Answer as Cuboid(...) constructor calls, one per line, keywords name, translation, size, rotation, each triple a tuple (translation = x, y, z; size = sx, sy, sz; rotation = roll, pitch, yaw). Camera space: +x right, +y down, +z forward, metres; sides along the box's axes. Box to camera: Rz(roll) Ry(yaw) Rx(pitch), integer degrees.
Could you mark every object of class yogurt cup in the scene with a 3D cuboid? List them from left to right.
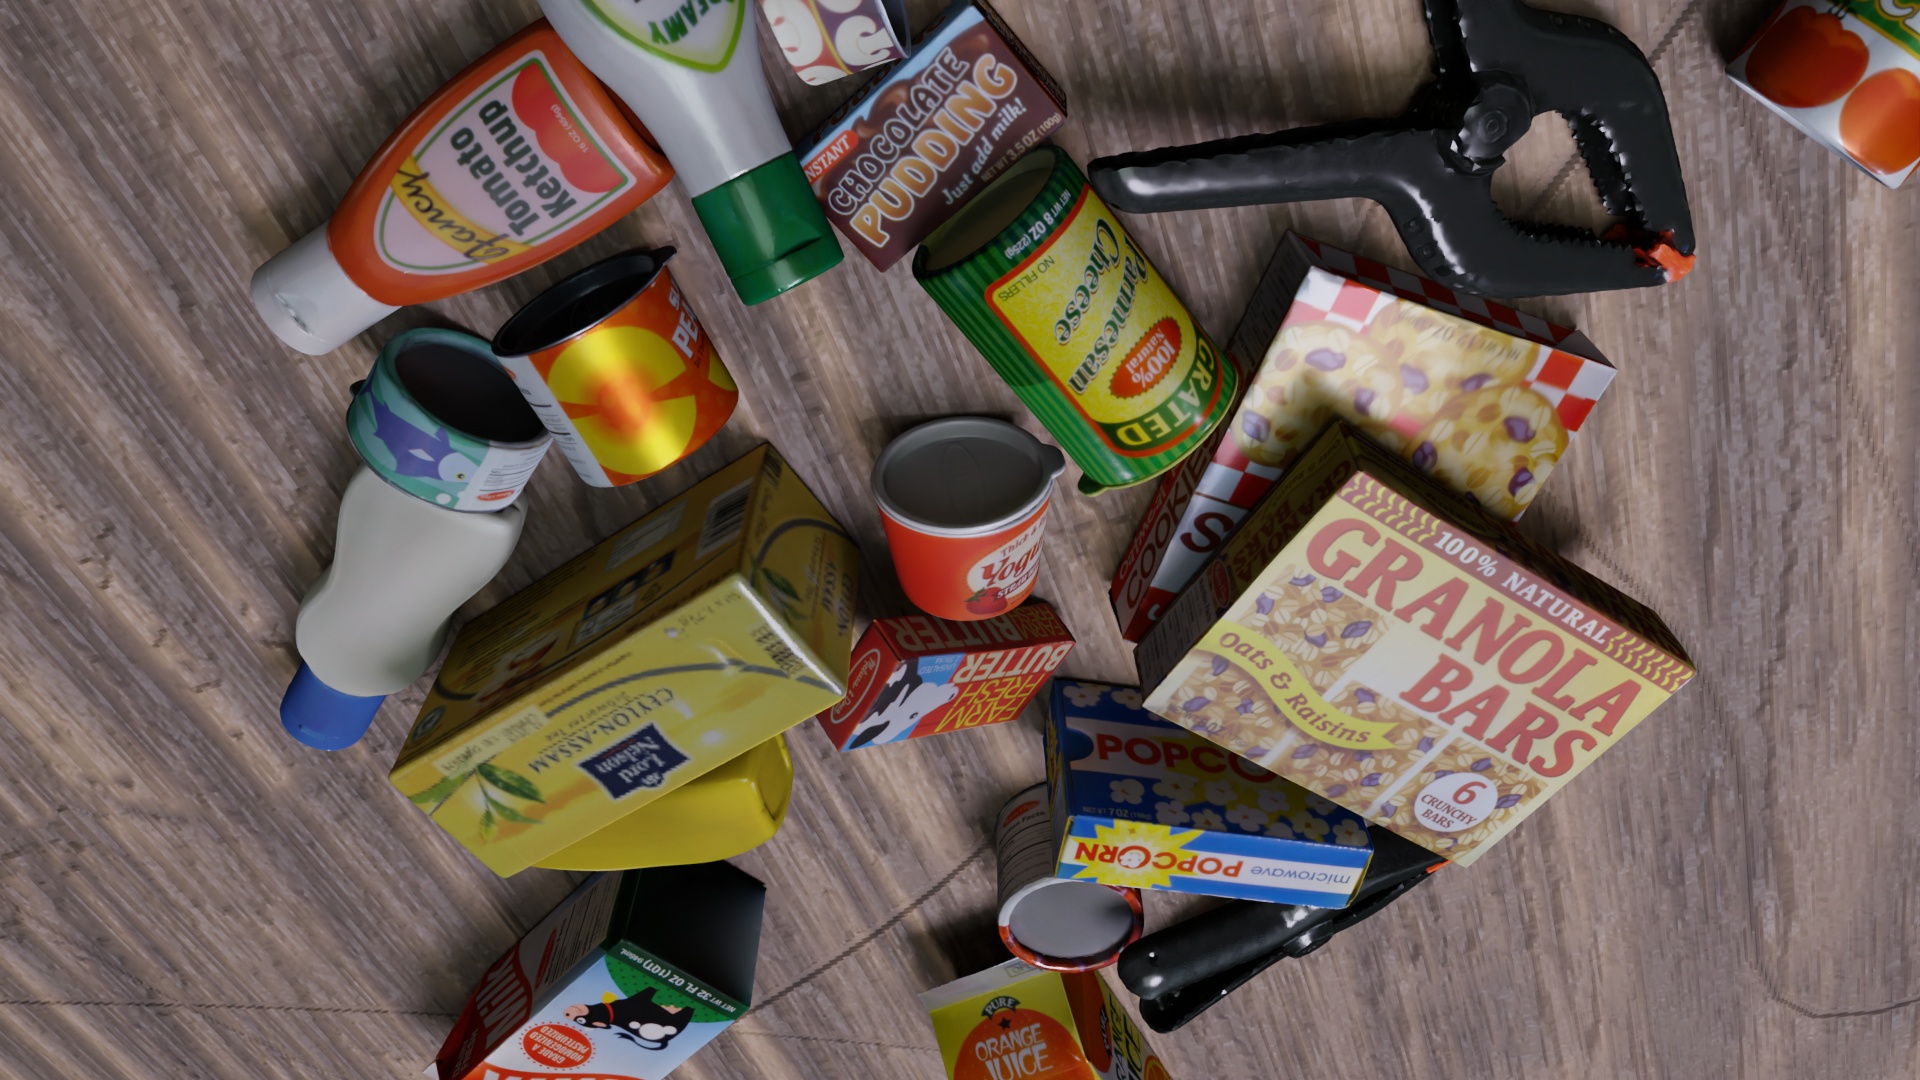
Cuboid(name="yogurt cup", translation=(0.002, -0.007, 0.528), size=(0.072, 0.073, 0.053), rotation=(-3, 131, 1))

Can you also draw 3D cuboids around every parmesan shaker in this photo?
Cuboid(name="parmesan shaker", translation=(0.038, -0.074, 0.479), size=(0.071, 0.072, 0.103), rotation=(-34, 118, 20))

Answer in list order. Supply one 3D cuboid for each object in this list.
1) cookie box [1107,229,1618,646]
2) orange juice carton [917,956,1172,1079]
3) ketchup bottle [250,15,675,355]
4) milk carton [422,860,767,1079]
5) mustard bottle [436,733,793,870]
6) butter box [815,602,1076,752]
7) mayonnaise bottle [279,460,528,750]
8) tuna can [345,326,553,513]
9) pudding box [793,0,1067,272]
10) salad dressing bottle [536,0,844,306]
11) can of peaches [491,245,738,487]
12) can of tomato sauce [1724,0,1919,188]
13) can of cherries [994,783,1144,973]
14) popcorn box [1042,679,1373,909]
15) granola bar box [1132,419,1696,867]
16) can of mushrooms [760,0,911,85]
Cuboid(name="cookie box", translation=(0.147, -0.020, 0.534), size=(0.123, 0.040, 0.166), rotation=(16, 121, -11))
Cuboid(name="orange juice carton", translation=(0.053, 0.276, 0.707), size=(0.072, 0.073, 0.192), rotation=(-23, 120, 14))
Cuboid(name="ketchup bottle", translation=(-0.171, -0.113, 0.467), size=(0.148, 0.044, 0.064), rotation=(-27, 116, 17))
Cuboid(name="milk carton", translation=(-0.182, 0.228, 0.673), size=(0.072, 0.074, 0.190), rotation=(37, 116, -23))
Cuboid(name="mustard bottle", translation=(-0.155, 0.113, 0.607), size=(0.160, 0.065, 0.048), rotation=(-10, 118, 13))
Cuboid(name="butter box", translation=(-0.005, 0.053, 0.557), size=(0.104, 0.024, 0.053), rotation=(-2, 135, -46))
Cuboid(name="mayonnaise bottle", translation=(-0.232, 0.025, 0.560), size=(0.065, 0.041, 0.147), rotation=(30, 119, -17))
Cuboid(name="tuna can", translation=(-0.183, -0.046, 0.499), size=(0.071, 0.071, 0.032), rotation=(30, 118, -19))
Cuboid(name="pudding box", translation=(-0.011, -0.136, 0.462), size=(0.083, 0.030, 0.049), rotation=(-36, 116, 20))
Cuboid(name="salad dressing bottle", translation=(-0.083, -0.146, 0.424), size=(0.064, 0.044, 0.147), rotation=(-33, 108, -22))
Cuboid(name="can of peaches", translation=(-0.118, -0.061, 0.488), size=(0.071, 0.071, 0.058), rotation=(-20, 121, 12))
Cuboid(name="can of tomato sauce", translation=(0.291, -0.161, 0.426), size=(0.071, 0.071, 0.082), rotation=(26, 120, -17))
Cuboid(name="can of cherries", translation=(0.051, 0.155, 0.636), size=(0.071, 0.059, 0.071), rotation=(0, 123, 0))
Cuboid(name="popcorn box", translation=(0.101, 0.106, 0.589), size=(0.127, 0.085, 0.038), rotation=(8, 124, -6))
Cuboid(name="granola bar box", translation=(0.169, 0.045, 0.527), size=(0.165, 0.039, 0.123), rotation=(28, 119, -18))
Cuboid(name="can of mushrooms", translation=(-0.041, -0.173, 0.413), size=(0.033, 0.071, 0.070), rotation=(-14, 122, 11))
